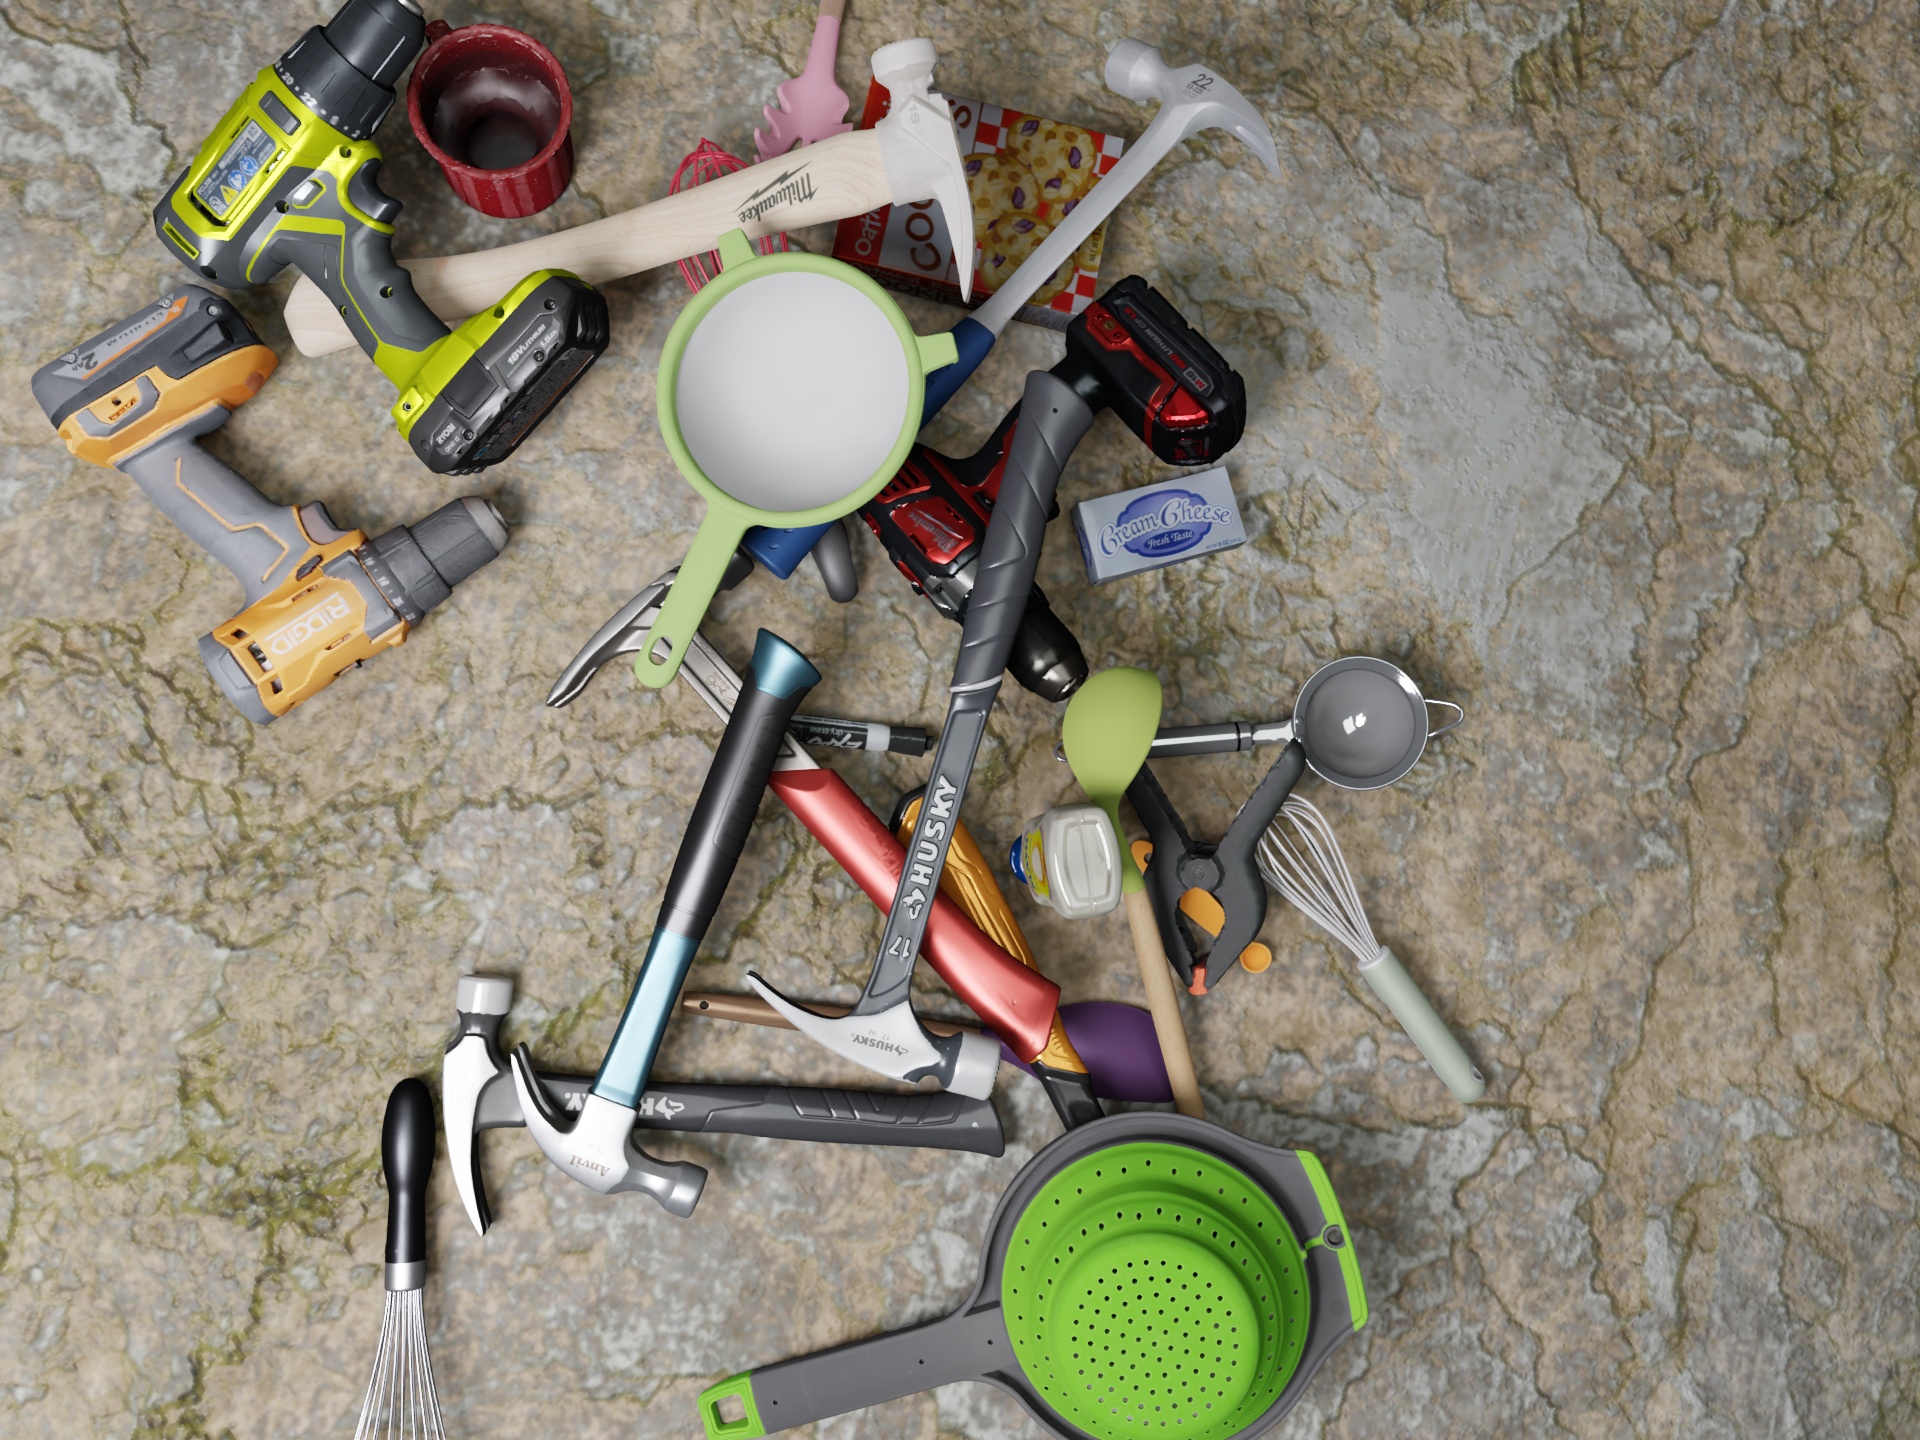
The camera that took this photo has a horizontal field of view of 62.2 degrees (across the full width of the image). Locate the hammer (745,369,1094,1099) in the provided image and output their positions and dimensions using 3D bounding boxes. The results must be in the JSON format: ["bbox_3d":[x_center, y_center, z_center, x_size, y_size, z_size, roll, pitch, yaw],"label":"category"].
[{"bbox_3d":[-0.001,-0.003,0.902,0.149,0.036,0.409,16,84,-3],"label":"hammer"}]

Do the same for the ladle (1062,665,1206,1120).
[{"bbox_3d":[0.122,0.121,0.962,0.062,0.078,0.320,-18,106,-9],"label":"ladle"}]

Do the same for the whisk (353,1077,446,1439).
[{"bbox_3d":[-0.317,0.349,0.906,0.070,0.070,0.285,0,81,-8],"label":"whisk"}]

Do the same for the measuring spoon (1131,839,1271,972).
[{"bbox_3d":[0.153,0.118,1.017,0.117,0.011,0.021,43,96,0],"label":"measuring spoon"}]

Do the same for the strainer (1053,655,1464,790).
[{"bbox_3d":[0.187,0.008,1.016,0.258,0.050,0.087,-5,83,-3],"label":"strainer"}]

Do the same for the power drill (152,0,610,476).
[{"bbox_3d":[-0.309,-0.269,0.885,0.190,0.080,0.228,-44,94,13],"label":"power drill"}]

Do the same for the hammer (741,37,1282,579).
[{"bbox_3d":[0.023,-0.240,0.950,0.405,0.035,0.144,-48,59,-5],"label":"hammer"}]

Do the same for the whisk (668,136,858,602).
[{"bbox_3d":[-0.116,-0.214,0.981,0.073,0.073,0.296,-18,94,-9],"label":"whisk"}]

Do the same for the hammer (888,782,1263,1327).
[{"bbox_3d":[0.057,0.187,0.964,0.127,0.034,0.337,-28,87,-6],"label":"hammer"}]

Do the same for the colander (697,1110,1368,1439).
[{"bbox_3d":[0.031,0.354,0.891,0.397,0.094,0.204,-18,87,6],"label":"colander"}]

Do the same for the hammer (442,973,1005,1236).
[{"bbox_3d":[-0.138,0.238,0.951,0.334,0.035,0.146,6,84,-8],"label":"hammer"}]

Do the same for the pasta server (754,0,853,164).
[{"bbox_3d":[-0.079,-0.476,1.017,0.060,0.040,0.316,11,83,-6],"label":"pasta server"}]

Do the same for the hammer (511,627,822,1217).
[{"bbox_3d":[-0.154,0.108,0.908,0.128,0.033,0.331,21,89,-4],"label":"hammer"}]

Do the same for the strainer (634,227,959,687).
[{"bbox_3d":[-0.113,-0.134,0.902,0.151,0.069,0.256,28,95,7],"label":"strainer"}]

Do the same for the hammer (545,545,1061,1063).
[{"bbox_3d":[-0.079,0.065,0.940,0.149,0.036,0.359,-42,85,1],"label":"hammer"}]

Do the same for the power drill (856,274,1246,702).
[{"bbox_3d":[0.070,-0.138,0.969,0.226,0.080,0.188,-39,75,-3],"label":"power drill"}]

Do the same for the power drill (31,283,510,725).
[{"bbox_3d":[-0.393,-0.137,0.924,0.185,0.084,0.226,-35,95,-10],"label":"power drill"}]

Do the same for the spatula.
[{"bbox_3d":[-0.014,0.191,0.981,0.316,0.018,0.060,8,83,-9],"label":"spatula"}]

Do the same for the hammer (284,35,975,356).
[{"bbox_3d":[-0.196,-0.270,0.932,0.410,0.038,0.146,-13,100,7],"label":"hammer"}]

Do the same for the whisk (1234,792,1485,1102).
[{"bbox_3d":[0.258,0.146,1.016,0.059,0.058,0.246,-35,95,25],"label":"whisk"}]
